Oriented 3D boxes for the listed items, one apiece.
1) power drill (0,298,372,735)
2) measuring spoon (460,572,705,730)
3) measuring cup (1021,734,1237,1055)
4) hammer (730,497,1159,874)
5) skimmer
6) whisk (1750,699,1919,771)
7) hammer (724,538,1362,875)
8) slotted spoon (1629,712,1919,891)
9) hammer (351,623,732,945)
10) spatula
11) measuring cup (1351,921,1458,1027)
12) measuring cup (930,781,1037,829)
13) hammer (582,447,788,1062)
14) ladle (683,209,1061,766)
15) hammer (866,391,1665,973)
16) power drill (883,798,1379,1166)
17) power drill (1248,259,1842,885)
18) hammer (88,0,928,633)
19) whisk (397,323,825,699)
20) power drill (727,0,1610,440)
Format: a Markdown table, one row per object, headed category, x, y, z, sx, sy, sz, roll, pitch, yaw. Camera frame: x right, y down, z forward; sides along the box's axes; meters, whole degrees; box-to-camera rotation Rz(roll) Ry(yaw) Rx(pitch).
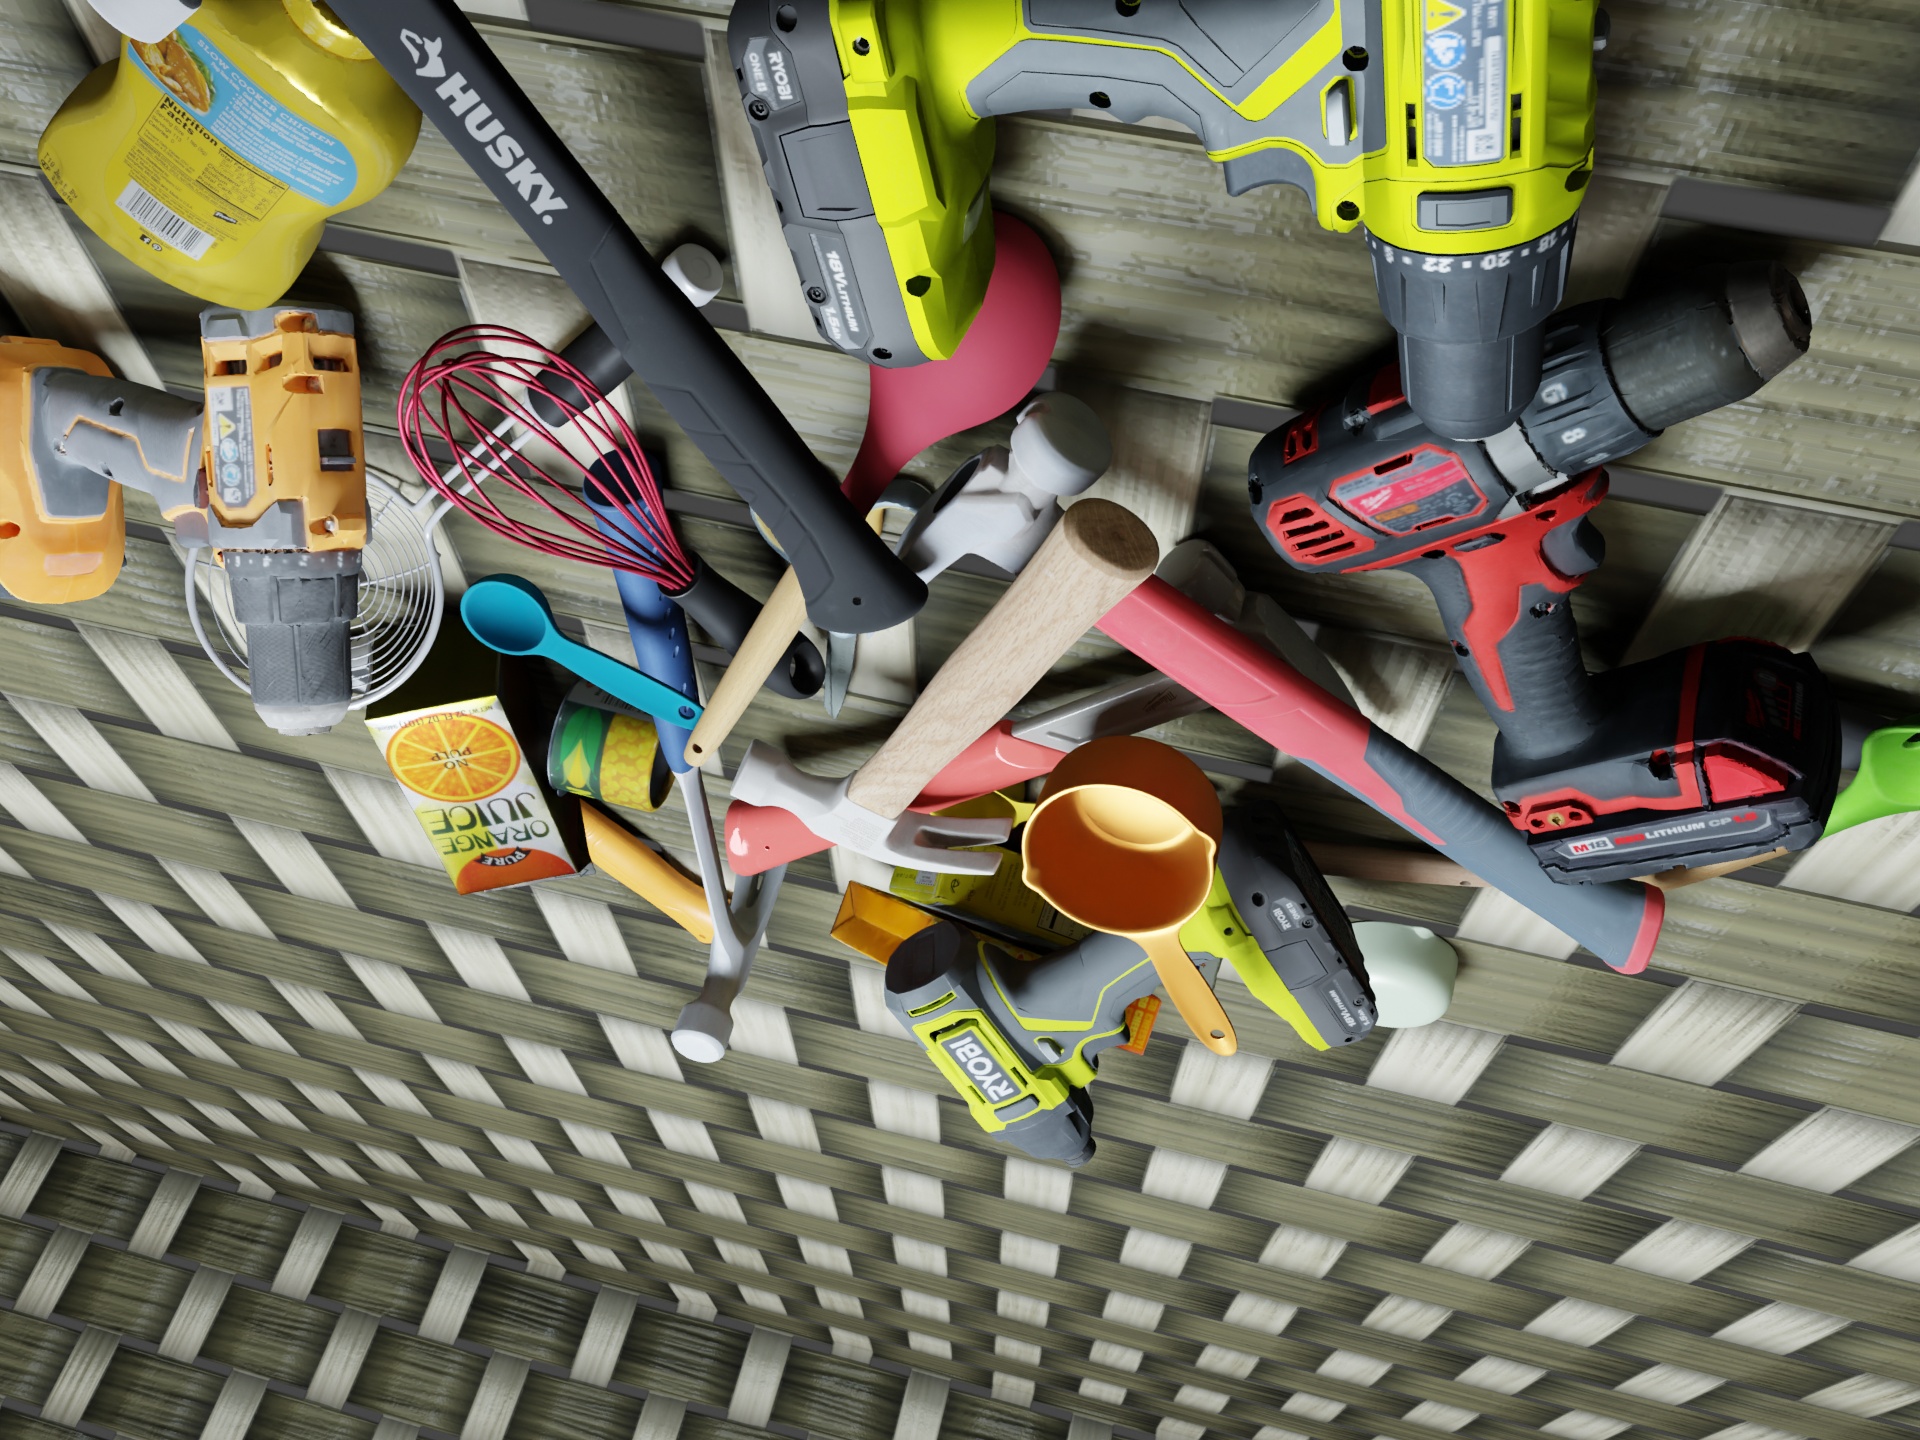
| category | x | y | z | sx | sy | sz | roll | pitch | yaw |
| --- | --- | --- | --- | --- | --- | --- | --- | --- | --- |
| power drill | -0.361 | -0.090 | 0.718 | 0.226 | 0.185 | 0.084 | 3 | -171 | 23 |
| measuring spoon | -0.170 | -0.032 | 0.743 | 0.128 | 0.021 | 0.042 | 29 | 130 | -15 |
| measuring cup | 0.096 | 0.082 | 0.747 | 0.095 | 0.052 | 0.173 | -15 | 120 | 28 |
| hammer | -0.001 | -0.002 | 0.667 | 0.130 | 0.031 | 0.331 | 25 | 153 | -10 |
| skimmer | -0.234 | -0.105 | 0.704 | 0.363 | 0.090 | 0.127 | -23 | 99 | 44 |
| whisk | 0.405 | 0.019 | 0.644 | 0.239 | 0.055 | 0.055 | 18 | 149 | 8 |
| hammer | 0.018 | 0.026 | 0.798 | 0.359 | 0.037 | 0.149 | -21 | 127 | 37 |
| slotted spoon | 0.345 | 0.048 | 0.682 | 0.070 | 0.031 | 0.313 | 26 | 160 | -2 |
| hammer | -0.269 | 0.055 | 1.027 | 0.127 | 0.034 | 0.336 | -11 | 139 | 36 |
| spatula | 0.128 | 0.070 | 0.877 | 0.316 | 0.018 | 0.059 | 3 | 151 | 23 |
| measuring cup | 0.207 | 0.137 | 0.922 | 0.167 | 0.038 | 0.083 | 19 | 149 | -7 |
| measuring cup | 0.054 | 0.038 | 0.855 | 0.156 | 0.029 | 0.062 | 2 | 146 | 19 |
| hammer | -0.146 | 0.021 | 0.859 | 0.035 | 0.144 | 0.405 | 9 | 139 | 9 |
| ladle | -0.055 | -0.073 | 0.650 | 0.069 | 0.031 | 0.315 | 38 | 132 | -1 |
| hammer | 0.146 | 0.013 | 0.683 | 0.386 | 0.038 | 0.143 | 32 | 139 | -17 |
| power drill | 0.095 | 0.148 | 0.841 | 0.223 | 0.080 | 0.171 | -27 | 118 | 17 |
| power drill | 0.235 | -0.049 | 0.568 | 0.188 | 0.080 | 0.226 | -19 | 123 | 43 |
| hammer | -0.111 | -0.152 | 0.536 | 0.146 | 0.035 | 0.334 | -29 | 124 | 16 |
| whisk | -0.129 | -0.072 | 0.676 | 0.073 | 0.073 | 0.295 | 1 | 159 | 24 |
| power drill | 0.065 | -0.164 | 0.465 | 0.228 | 0.080 | 0.190 | 3 | 136 | 20 |
